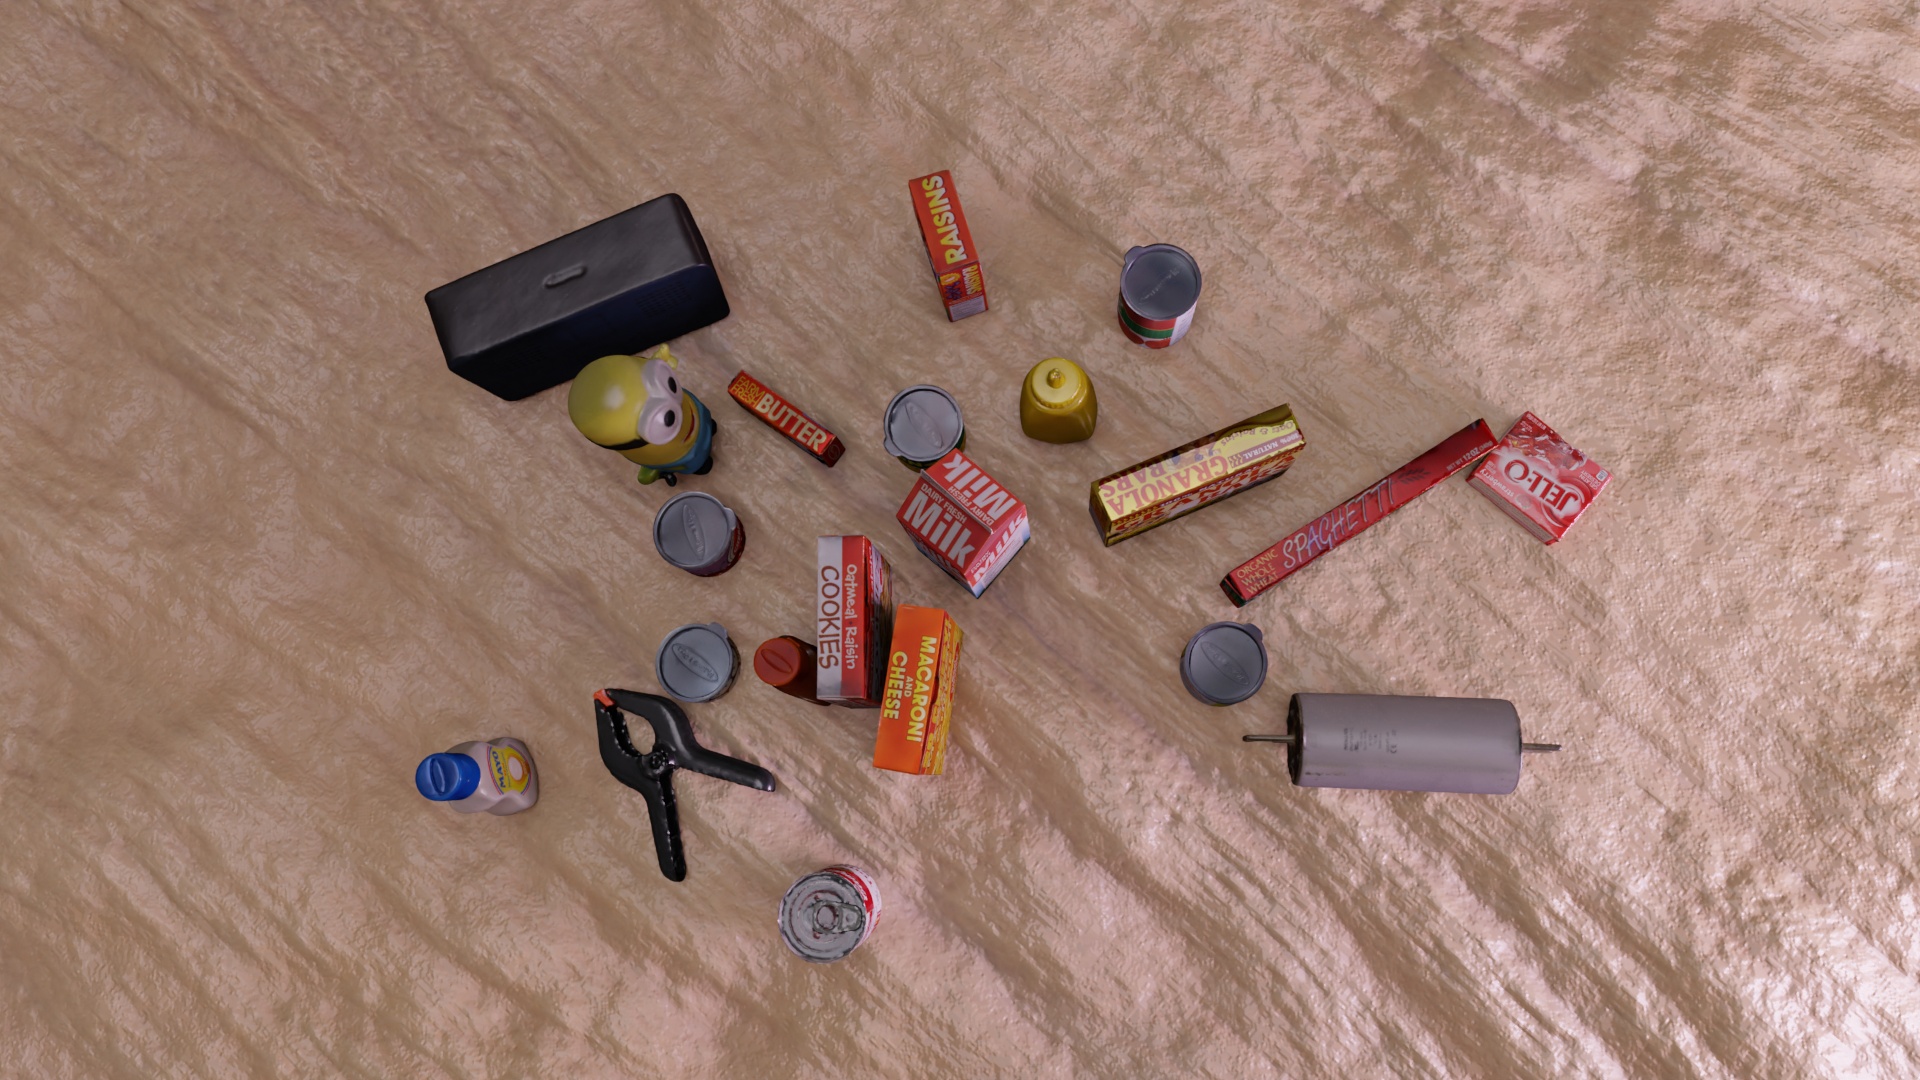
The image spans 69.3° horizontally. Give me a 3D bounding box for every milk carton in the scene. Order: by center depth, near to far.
[{"bbox_3d":[0.004,-0.014,1.097,0.072,0.190,0.073,40,86,9],"label":"milk carton"}]

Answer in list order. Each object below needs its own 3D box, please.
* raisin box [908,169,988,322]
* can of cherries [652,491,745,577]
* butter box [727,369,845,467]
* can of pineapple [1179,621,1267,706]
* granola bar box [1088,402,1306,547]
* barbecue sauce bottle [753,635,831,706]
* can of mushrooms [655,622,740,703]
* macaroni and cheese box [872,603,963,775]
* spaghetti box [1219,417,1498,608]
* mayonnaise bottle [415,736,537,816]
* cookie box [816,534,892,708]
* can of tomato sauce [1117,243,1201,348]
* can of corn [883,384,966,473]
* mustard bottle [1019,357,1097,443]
[{"bbox_3d":[-0.010,-0.247,1.173,0.040,0.123,0.086,-17,80,1],"label":"raisin box"},{"bbox_3d":[-0.218,-0.004,1.178,0.071,0.058,0.071,-1,80,4],"label":"can of cherries"},{"bbox_3d":[-0.150,-0.104,1.193,0.103,0.053,0.024,35,85,9],"label":"butter box"},{"bbox_3d":[0.215,0.101,1.129,0.071,0.058,0.071,-1,80,4],"label":"can of pineapple"},{"bbox_3d":[0.188,-0.050,1.124,0.165,0.124,0.039,-22,80,0],"label":"granola bar box"},{"bbox_3d":[-0.131,0.101,1.107,0.065,0.148,0.044,35,85,9],"label":"barbecue sauce bottle"},{"bbox_3d":[-0.219,0.102,1.172,0.071,0.033,0.071,-1,80,4],"label":"can of mushrooms"},{"bbox_3d":[-0.030,0.120,1.088,0.040,0.166,0.124,8,81,5],"label":"macaroni and cheese box"},{"bbox_3d":[0.327,-0.021,1.147,0.250,0.050,0.029,-32,80,-2],"label":"spaghetti box"},{"bbox_3d":[-0.385,0.189,1.110,0.041,0.148,0.065,-18,80,1],"label":"mayonnaise bottle"},{"bbox_3d":[-0.081,0.069,1.100,0.040,0.167,0.123,-2,80,4],"label":"cookie box"},{"bbox_3d":[0.165,-0.206,1.174,0.071,0.083,0.071,-1,80,4],"label":"can of tomato sauce"},{"bbox_3d":[-0.031,-0.092,1.180,0.071,0.058,0.071,-1,80,4],"label":"can of corn"},{"bbox_3d":[0.079,-0.116,1.125,0.065,0.160,0.049,2,81,4],"label":"mustard bottle"}]
